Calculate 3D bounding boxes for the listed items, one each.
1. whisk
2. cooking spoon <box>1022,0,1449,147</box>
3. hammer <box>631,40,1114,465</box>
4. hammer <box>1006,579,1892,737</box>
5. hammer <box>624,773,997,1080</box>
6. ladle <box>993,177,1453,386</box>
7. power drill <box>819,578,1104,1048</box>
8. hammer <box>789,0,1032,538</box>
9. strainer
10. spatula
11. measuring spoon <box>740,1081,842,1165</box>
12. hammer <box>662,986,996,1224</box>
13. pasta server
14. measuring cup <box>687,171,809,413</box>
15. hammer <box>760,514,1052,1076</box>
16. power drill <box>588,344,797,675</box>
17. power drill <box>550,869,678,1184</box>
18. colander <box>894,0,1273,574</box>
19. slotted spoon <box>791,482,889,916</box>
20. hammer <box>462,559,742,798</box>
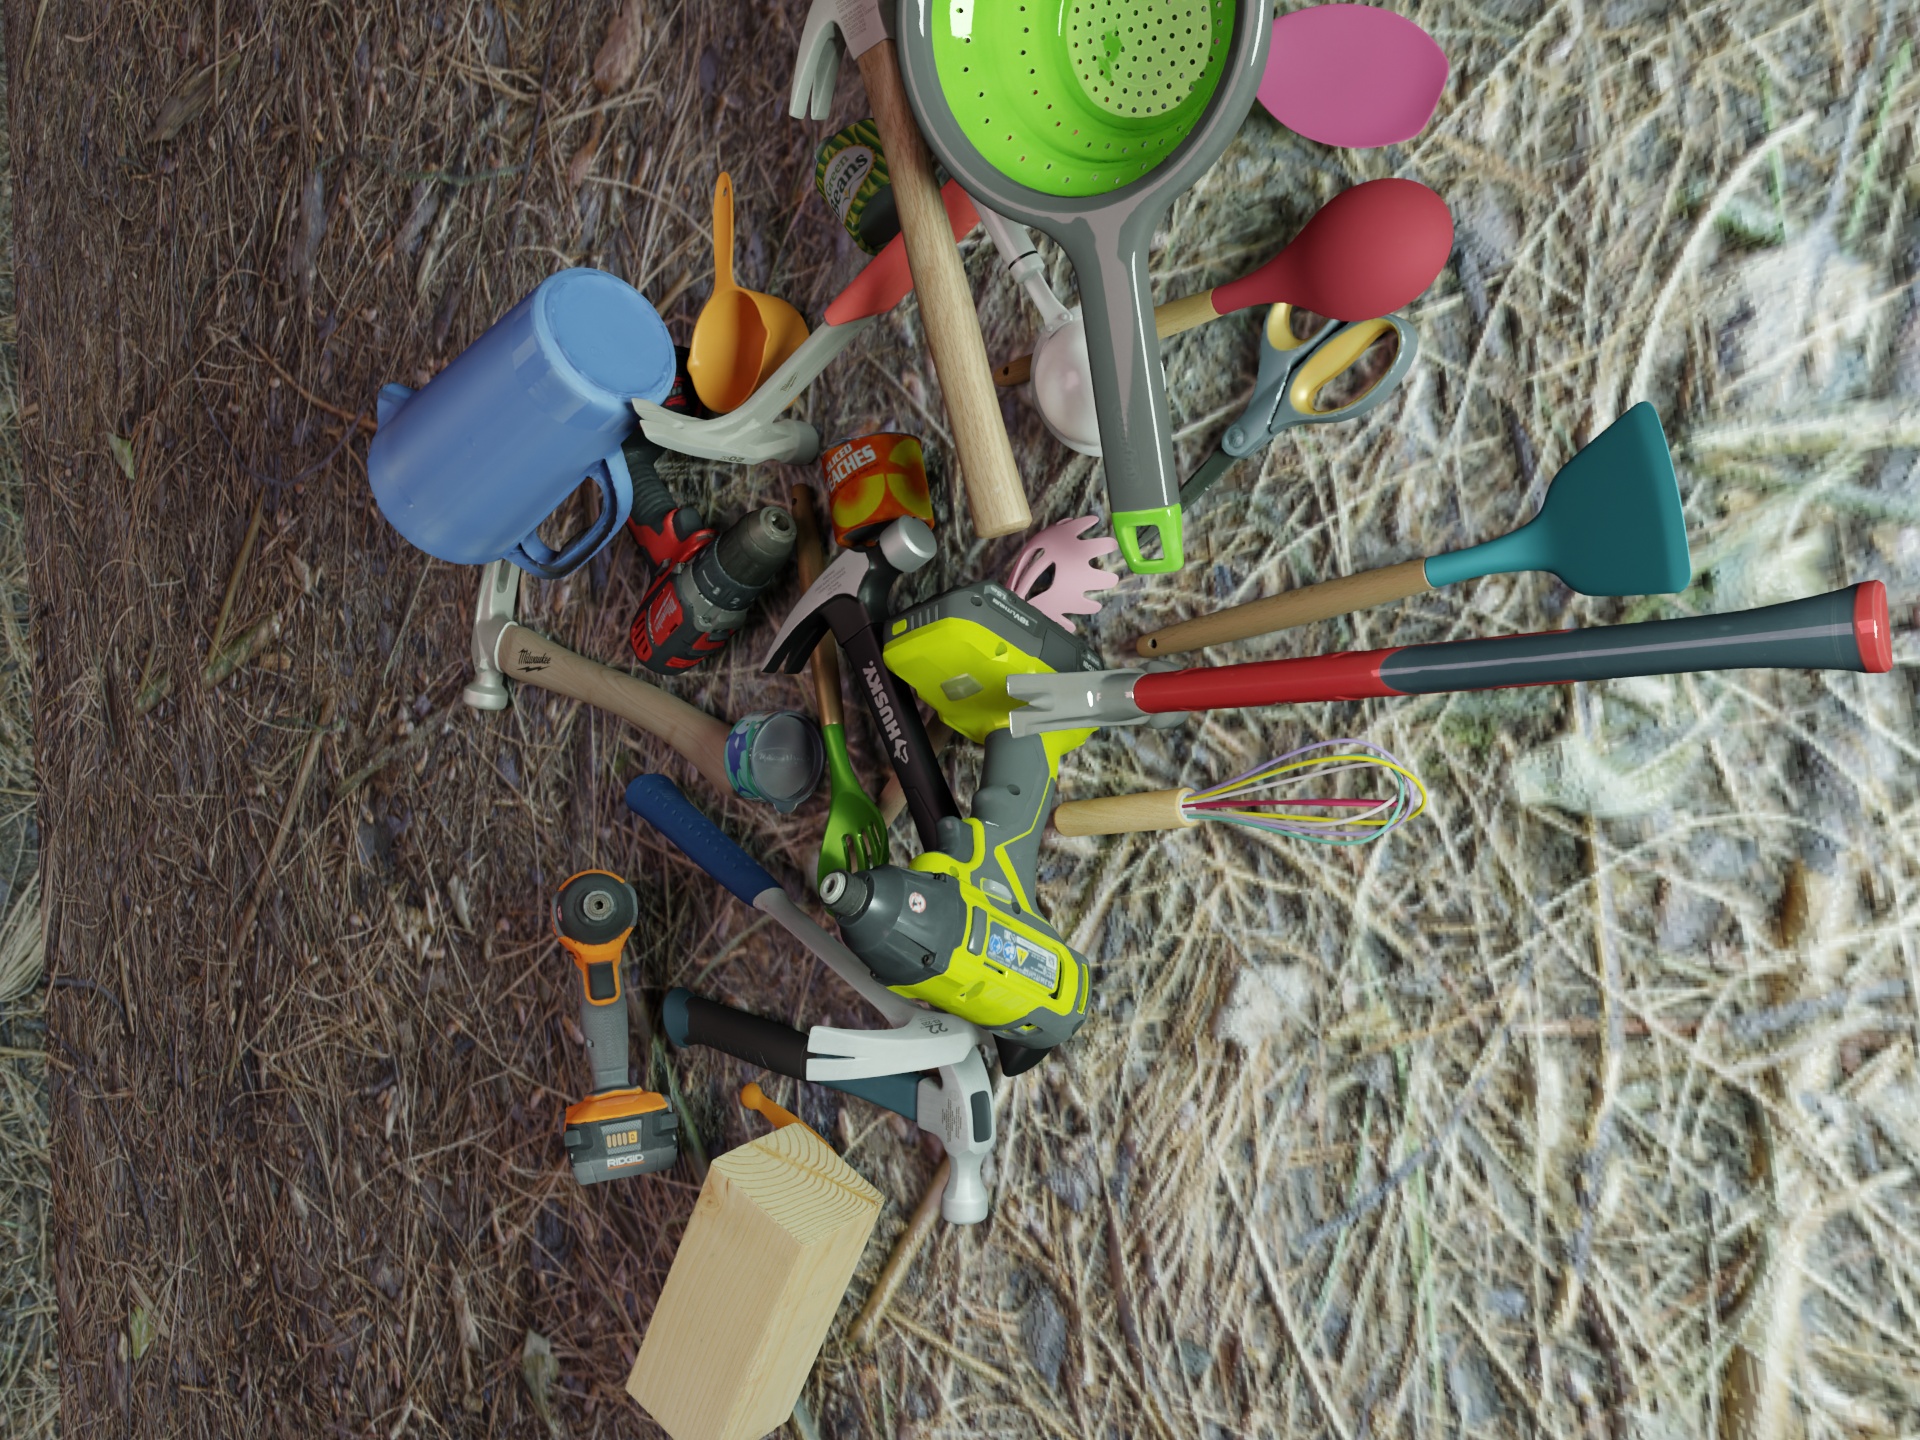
[{"bbox_3d":[0.141,0.048,0.852,0.245,0.047,0.051,-10,71,49],"label":"whisk"},{"bbox_3d":[0.114,-0.372,0.858,0.319,0.017,0.068,30,104,29],"label":"cooking spoon"},{"bbox_3d":[-0.047,-0.279,0.984,0.359,0.149,0.037,-38,67,32],"label":"hammer"},{"bbox_3d":[0.204,-0.023,0.731,0.386,0.143,0.038,-5,90,41],"label":"hammer"},{"bbox_3d":[-0.129,0.125,1.074,0.406,0.144,0.035,30,119,48],"label":"hammer"},{"bbox_3d":[0.122,-0.222,0.864,0.315,0.031,0.069,-6,82,51],"label":"ladle"},{"bbox_3d":[0.005,0.045,0.855,0.080,0.171,0.223,-21,50,40],"label":"power drill"},{"bbox_3d":[-0.018,-0.265,0.895,0.130,0.031,0.331,-14,91,43],"label":"hammer"},{"bbox_3d":[0.039,-0.247,0.895,0.087,0.050,0.258,-33,84,40],"label":"strainer"},{"bbox_3d":[0.204,-0.069,0.785,0.317,0.044,0.082,-14,83,45],"label":"spatula"},{"bbox_3d":[-0.123,0.292,1.133,0.117,0.011,0.021,27,109,42],"label":"measuring spoon"},{"bbox_3d":[-0.101,0.236,1.097,0.331,0.033,0.128,6,95,45],"label":"hammer"},{"bbox_3d":[-0.002,-0.003,1.005,0.060,0.040,0.316,56,130,29],"label":"pasta server"},{"bbox_3d":[-0.148,-0.301,1.132,0.095,0.052,0.174,-8,82,45],"label":"measuring cup"},{"bbox_3d":[-0.021,0.053,0.965,0.146,0.035,0.335,-34,69,34],"label":"hammer"},{"bbox_3d":[-0.204,-0.167,1.165,0.188,0.080,0.227,-37,68,44],"label":"power drill"},{"bbox_3d":[-0.266,0.225,1.195,0.164,0.084,0.226,143,119,-71],"label":"power drill"},{"bbox_3d":[0.088,-0.278,0.826,0.204,0.094,0.397,-1,106,33],"label":"colander"},{"bbox_3d":[-0.087,-0.020,1.069,0.070,0.031,0.314,-28,64,41],"label":"slotted spoon"},{"bbox_3d":[-0.281,-0.034,1.276,0.411,0.038,0.146,21,103,43],"label":"hammer"}]
